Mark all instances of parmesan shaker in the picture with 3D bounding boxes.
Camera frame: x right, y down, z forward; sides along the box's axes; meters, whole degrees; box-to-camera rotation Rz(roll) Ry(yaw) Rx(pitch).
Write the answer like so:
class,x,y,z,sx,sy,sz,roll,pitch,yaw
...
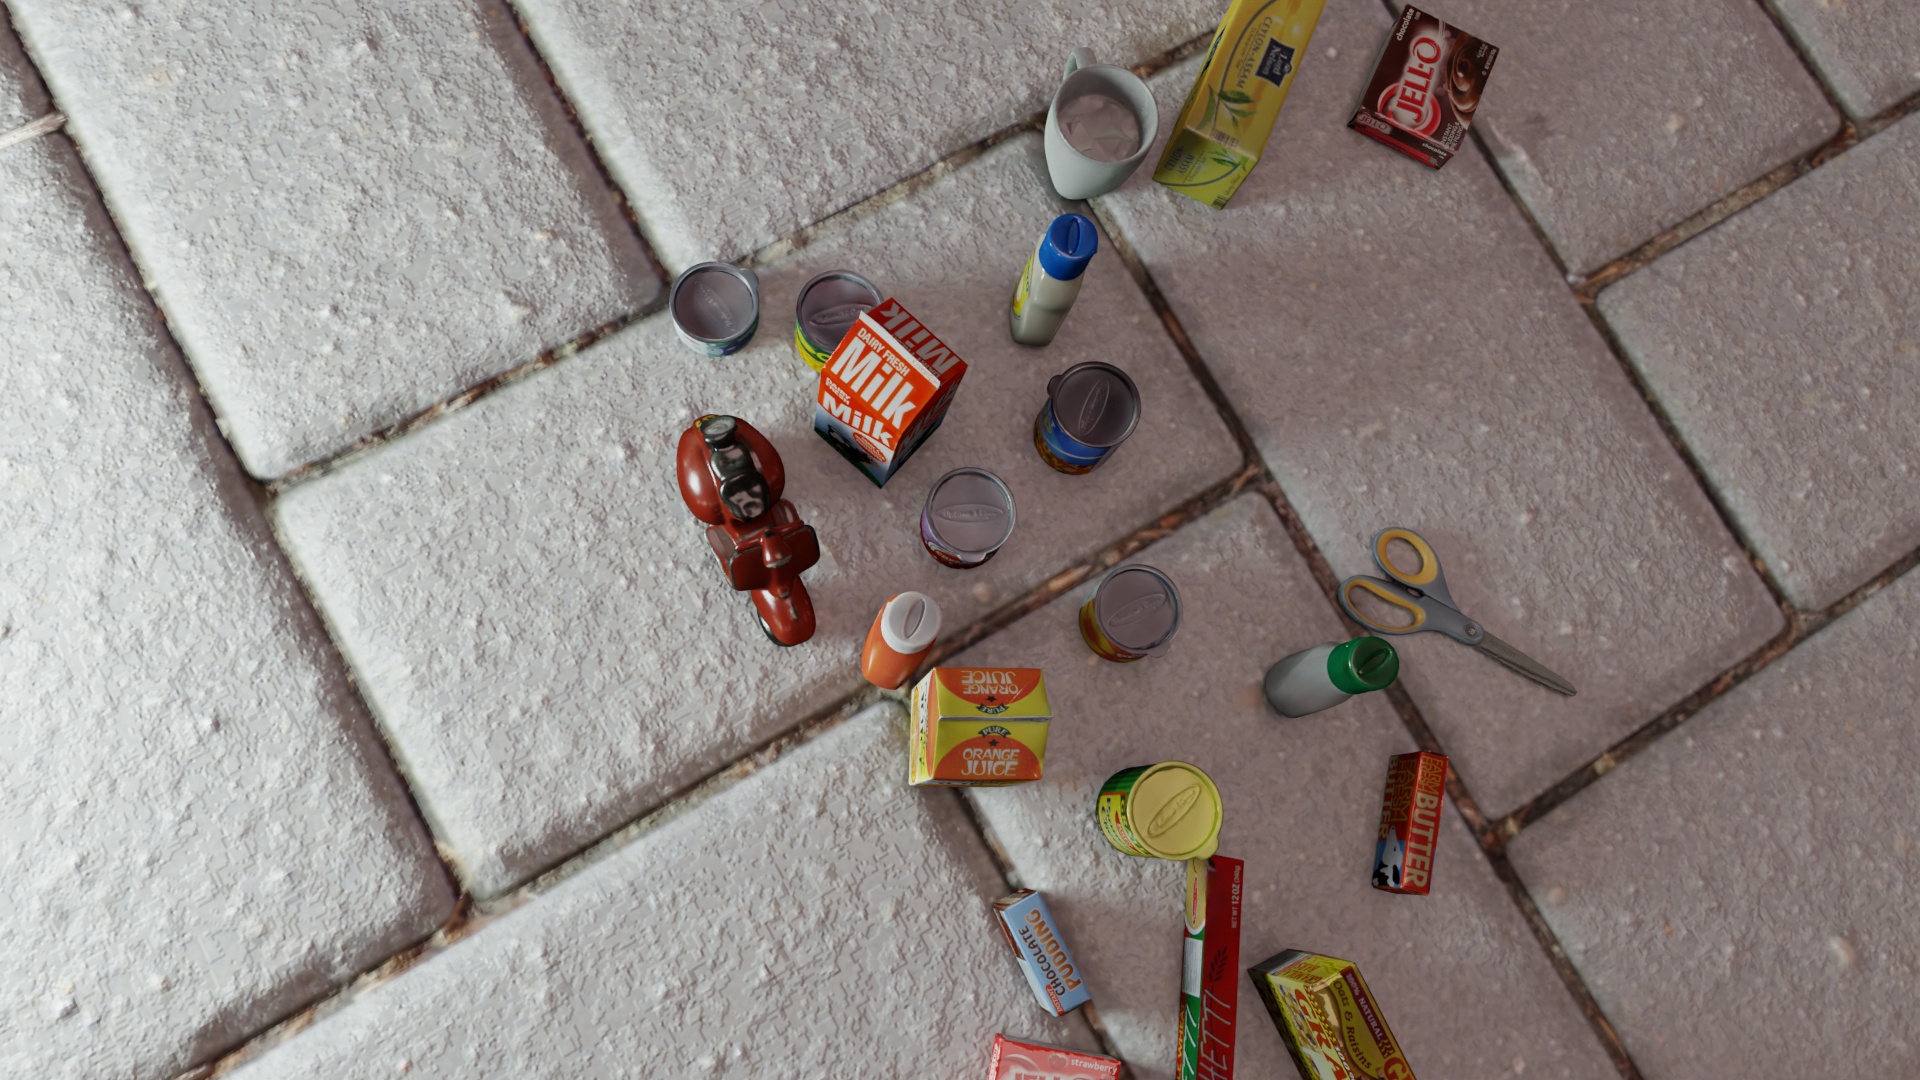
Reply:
class,x,y,z,sx,sy,sz,roll,pitch,yaw
parmesan shaker,0.139,0.193,0.978,0.071,0.103,0.071,2,78,-7

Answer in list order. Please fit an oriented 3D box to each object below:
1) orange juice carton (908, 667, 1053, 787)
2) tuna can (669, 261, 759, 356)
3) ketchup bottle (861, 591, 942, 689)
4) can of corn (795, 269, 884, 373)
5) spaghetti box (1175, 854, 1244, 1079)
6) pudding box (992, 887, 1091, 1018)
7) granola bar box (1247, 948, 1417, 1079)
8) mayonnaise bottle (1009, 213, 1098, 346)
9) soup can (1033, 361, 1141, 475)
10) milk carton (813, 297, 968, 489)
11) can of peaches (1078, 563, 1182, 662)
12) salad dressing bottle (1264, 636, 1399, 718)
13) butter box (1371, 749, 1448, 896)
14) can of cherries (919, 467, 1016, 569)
class,x,y,z,sx,sy,sz,roll,pitch,yaw
orange juice carton,0.010,0.126,0.929,0.072,0.192,0.073,2,78,-7
tuna can,-0.184,-0.176,1.053,0.071,0.032,0.071,2,77,-7
ketchup bottle,-0.040,0.065,0.959,0.043,0.148,0.065,22,76,-3
can of corn,-0.091,-0.160,1.049,0.071,0.058,0.071,2,78,-7
spaghetti box,0.172,0.348,0.976,0.029,0.050,0.250,7,77,-6
pudding box,0.056,0.288,0.973,0.030,0.049,0.084,-25,82,-12
granola bar box,0.270,0.366,0.947,0.039,0.124,0.165,-25,82,-12
mayonnaise bottle,0.068,-0.196,1.032,0.041,0.147,0.065,8,77,-6
soup can,0.091,-0.092,1.045,0.071,0.083,0.071,2,78,-7
milk carton,-0.051,-0.105,0.974,0.072,0.190,0.073,41,76,2
can of peaches,0.126,0.057,1.030,0.071,0.058,0.071,2,78,-7
salad dressing bottle,0.265,0.096,0.994,0.064,0.147,0.044,-34,85,-13
butter box,0.332,0.208,1.027,0.024,0.053,0.104,15,76,-4
can of cherries,0.004,-0.013,1.029,0.071,0.058,0.071,2,78,-7
